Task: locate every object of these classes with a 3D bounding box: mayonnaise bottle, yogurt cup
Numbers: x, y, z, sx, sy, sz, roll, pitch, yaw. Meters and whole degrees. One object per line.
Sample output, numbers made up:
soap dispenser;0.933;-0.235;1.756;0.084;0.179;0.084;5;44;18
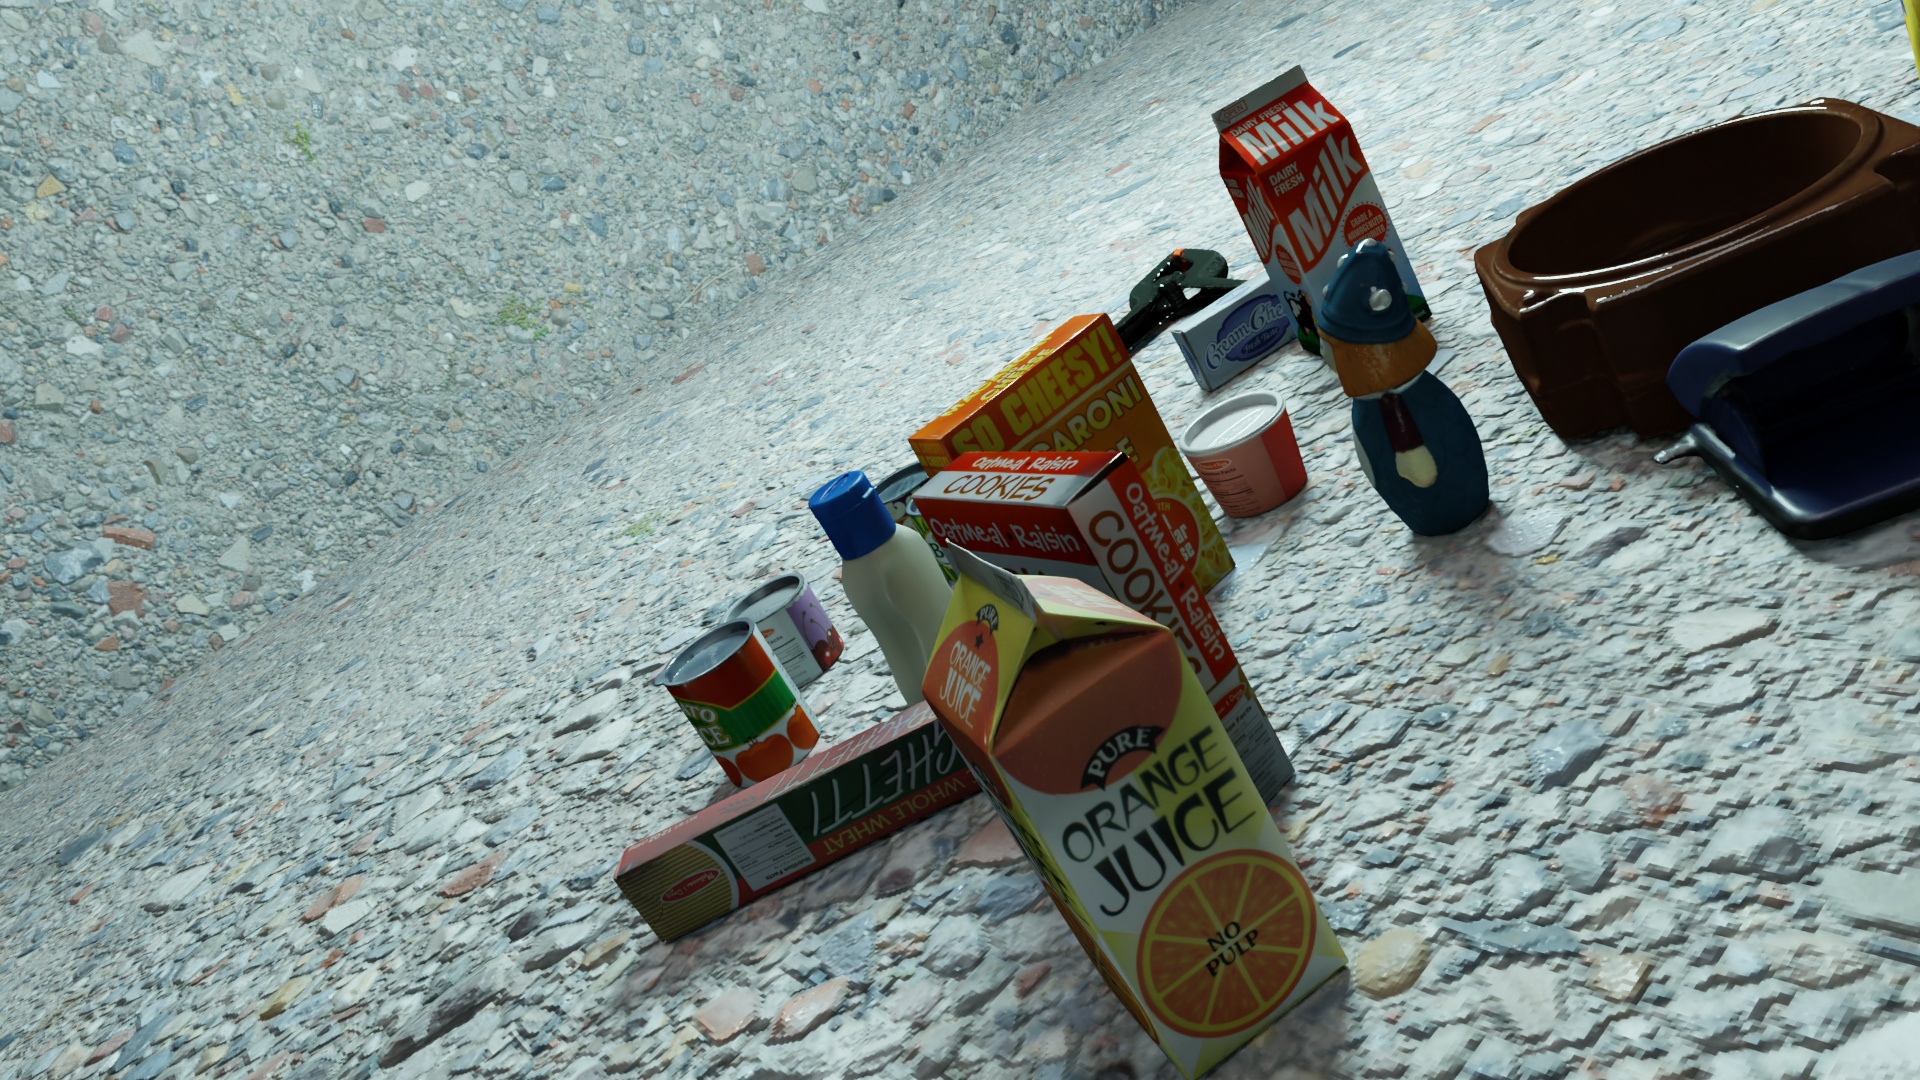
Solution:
mayonnaise bottle;-0.034;0.030;0.789;0.041;0.147;0.065;-15;25;36
yogurt cup;0.172;-0.050;0.833;0.072;0.053;0.073;-26;20;11

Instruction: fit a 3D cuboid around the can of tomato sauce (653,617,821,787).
can of tomato sauce;-0.136;0.101;0.855;0.071;0.083;0.071;-26;20;11

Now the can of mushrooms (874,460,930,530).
can of mushrooms;-0.040;-0.035;1.118;0.071;0.033;0.071;-26;20;11

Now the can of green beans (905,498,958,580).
can of green beans;0.004;-0.013;0.971;0.071;0.057;0.071;-26;20;11

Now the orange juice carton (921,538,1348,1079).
orange juice carton;0.051;0.083;0.480;0.073;0.192;0.072;-34;20;-10

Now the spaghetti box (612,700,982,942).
spaghetti box;-0.059;0.134;0.720;0.250;0.050;0.029;-27;20;8

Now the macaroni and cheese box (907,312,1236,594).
macaroni and cheese box;0.063;-0.019;0.746;0.124;0.166;0.040;-39;21;-22

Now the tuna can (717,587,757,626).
tuna can;-0.147;0.060;1.041;0.071;0.032;0.071;-26;20;11

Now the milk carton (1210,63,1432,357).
milk carton;0.240;-0.221;0.948;0.072;0.190;0.073;-31;20;-1

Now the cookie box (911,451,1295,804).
cookie box;0.060;0.039;0.610;0.040;0.167;0.123;-39;22;-24

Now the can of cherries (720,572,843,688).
can of cherries;-0.122;0.063;0.961;0.071;0.058;0.072;-26;20;11

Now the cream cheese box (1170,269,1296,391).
cream cheese box;0.214;-0.161;1.040;0.104;0.053;0.024;-33;20;-7
